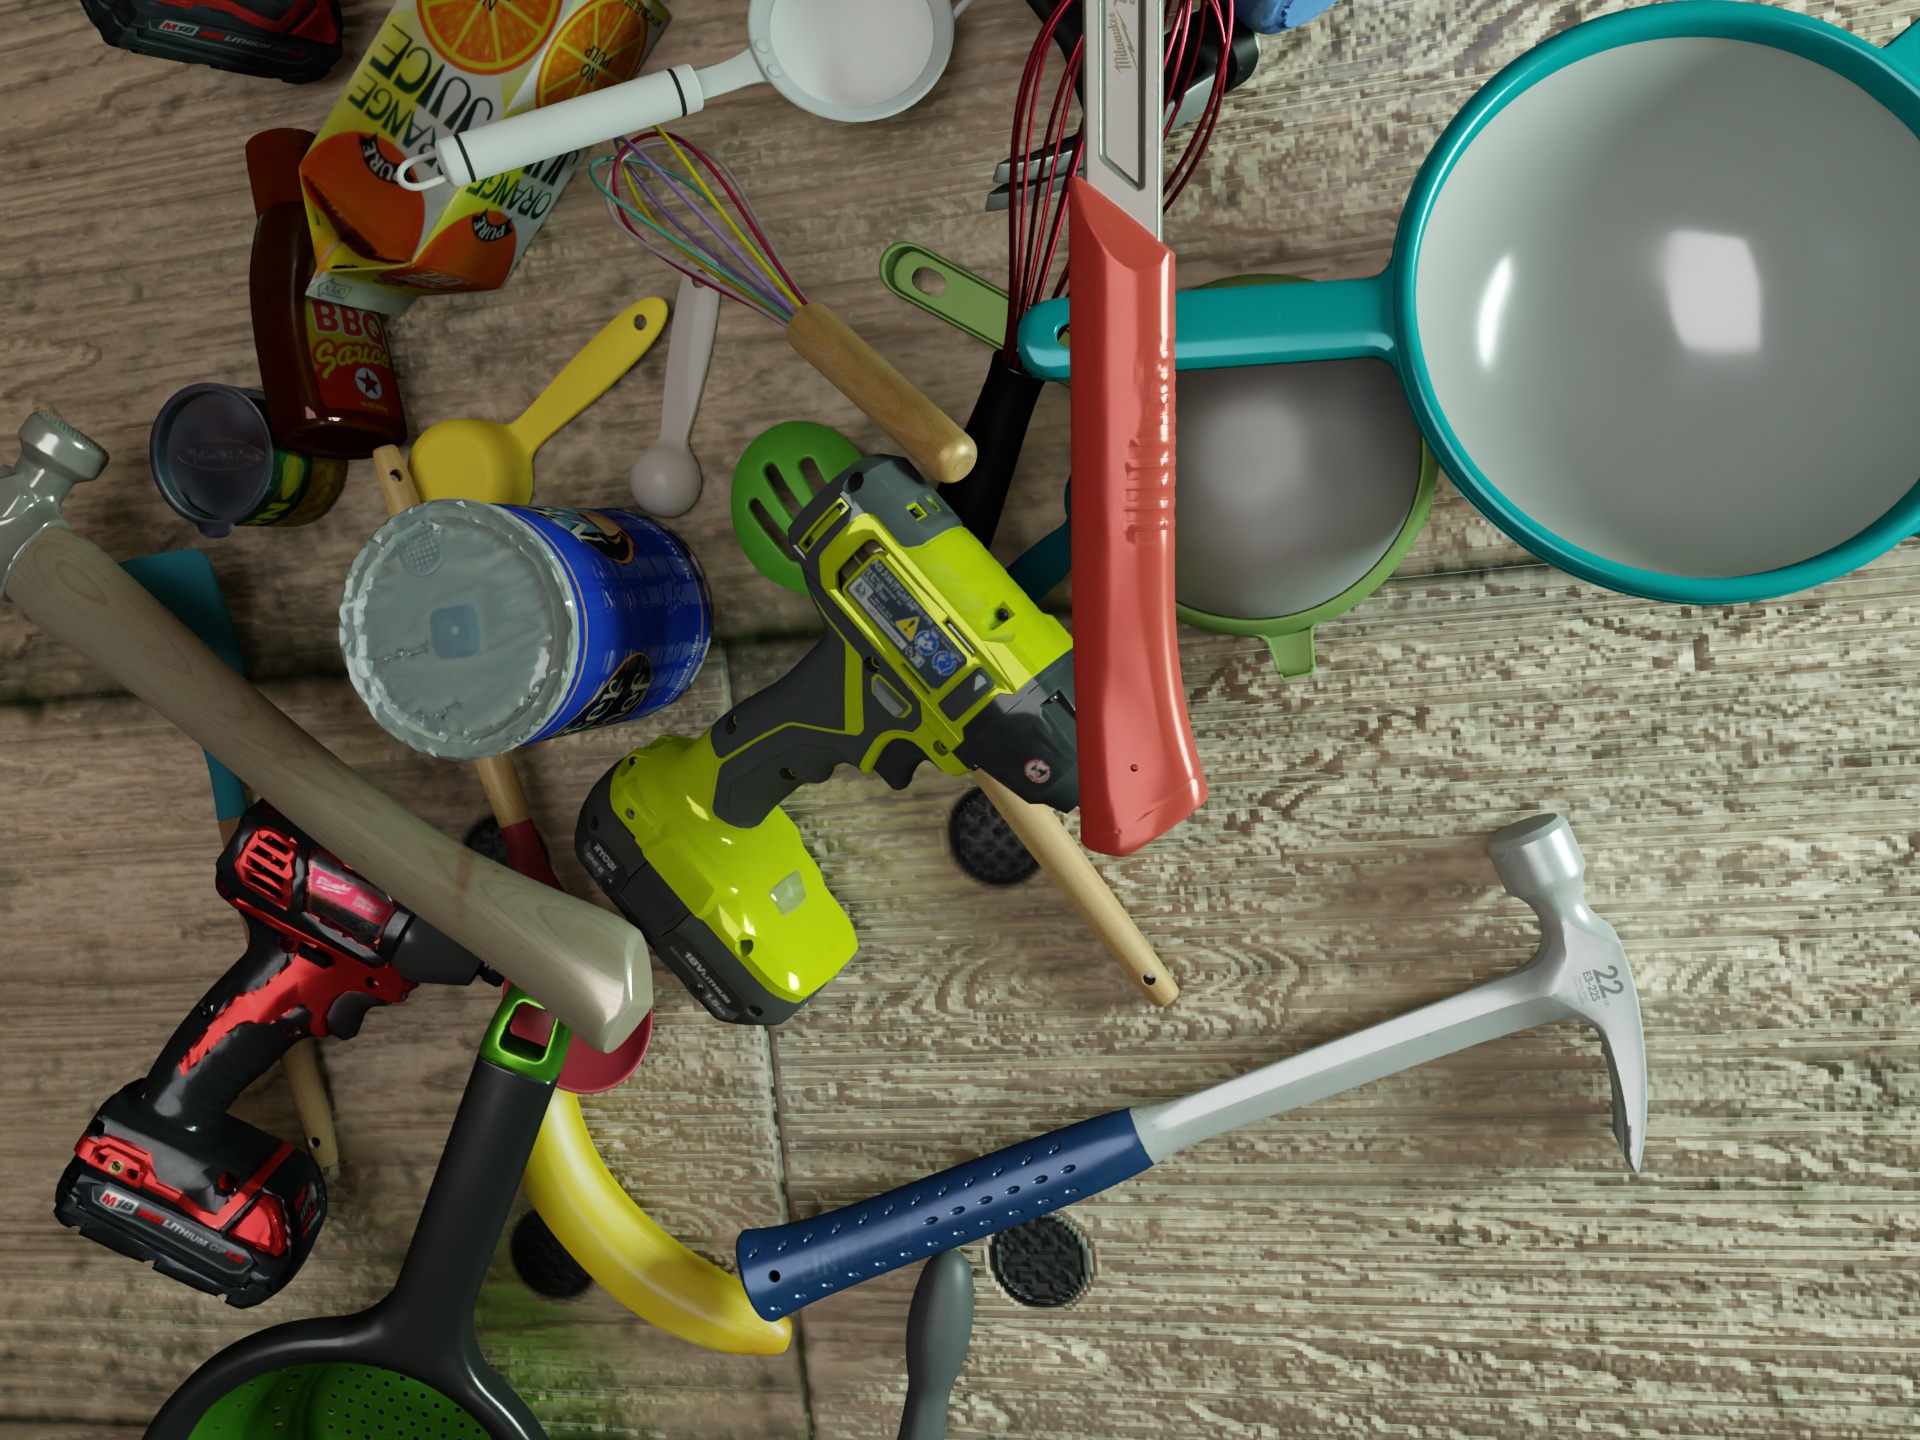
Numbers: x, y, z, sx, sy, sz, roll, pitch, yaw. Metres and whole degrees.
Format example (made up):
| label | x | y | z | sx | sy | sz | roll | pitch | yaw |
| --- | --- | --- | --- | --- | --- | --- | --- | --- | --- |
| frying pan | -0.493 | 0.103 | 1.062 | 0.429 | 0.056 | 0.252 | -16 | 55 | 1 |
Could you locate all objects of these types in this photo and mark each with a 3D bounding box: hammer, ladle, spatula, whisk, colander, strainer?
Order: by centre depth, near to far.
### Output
| label | x | y | z | sx | sy | sz | roll | pitch | yaw |
| --- | --- | --- | --- | --- | --- | --- | --- | --- | --- |
| hammer | 0.045 | -0.131 | 0.535 | 0.149 | 0.037 | 0.359 | 2 | 104 | 13 |
| strainer | 0.193 | -0.139 | 0.589 | 0.340 | 0.095 | 0.211 | -2 | 86 | 5 |
| whisk | 0.030 | -0.155 | 0.612 | 0.073 | 0.073 | 0.295 | 28 | 121 | 10 |
| strainer | 0.072 | -0.134 | 0.649 | 0.256 | 0.069 | 0.151 | 30 | 102 | 8 |
| hammer | -0.025 | -0.367 | 0.650 | 0.127 | 0.034 | 0.337 | -34 | 83 | -12 |
| whisk | -0.077 | -0.178 | 0.656 | 0.245 | 0.051 | 0.047 | 46 | 121 | 25 |
| strainer | -0.107 | -0.263 | 0.657 | 0.258 | 0.050 | 0.087 | -23 | 83 | -13 |
| hammer | 0.091 | 0.181 | 0.686 | 0.405 | 0.035 | 0.144 | -24 | 90 | 12 |
| hammer | -0.311 | 0.024 | 0.711 | 0.411 | 0.038 | 0.146 | 34 | 87 | 13 |
| whisk | -0.027 | 0.384 | 0.741 | 0.070 | 0.070 | 0.284 | 10 | 94 | 13 |
| ladle | -0.218 | 0.024 | 0.744 | 0.031 | 0.069 | 0.315 | -9 | 100 | 60 |
| colander | -0.252 | 0.293 | 0.760 | 0.204 | 0.094 | 0.397 | 22 | 99 | -2 |
| spatula | -0.364 | 0.076 | 0.796 | 0.082 | 0.044 | 0.317 | -14 | 94 | 4 |

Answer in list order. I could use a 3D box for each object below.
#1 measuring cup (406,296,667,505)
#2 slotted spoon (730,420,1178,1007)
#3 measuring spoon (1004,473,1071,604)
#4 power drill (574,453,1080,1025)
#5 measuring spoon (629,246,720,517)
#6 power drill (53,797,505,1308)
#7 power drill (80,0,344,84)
| label | x | y | z | sx | sy | sz | roll | pitch | yaw |
| --- | --- | --- | --- | --- | --- | --- | --- | --- | --- |
| measuring cup | -0.196 | -0.143 | 0.735 | 0.156 | 0.029 | 0.062 | -38 | 86 | 18 |
| slotted spoon | -0.001 | -0.002 | 0.706 | 0.070 | 0.031 | 0.314 | -37 | 88 | 12 |
| measuring spoon | 0.033 | -0.065 | 0.660 | 0.042 | 0.021 | 0.128 | 57 | 136 | 7 |
| power drill | -0.046 | 0.024 | 0.663 | 0.171 | 0.080 | 0.223 | 49 | 120 | 3 |
| measuring spoon | -0.129 | -0.154 | 0.724 | 0.034 | 0.018 | 0.124 | 13 | 98 | 13 |
| power drill | -0.318 | 0.156 | 0.764 | 0.143 | 0.078 | 0.219 | 29 | 92 | -8 |
| power drill | -0.254 | -0.370 | 0.671 | 0.226 | 0.188 | 0.080 | -25 | 85 | 34 |
